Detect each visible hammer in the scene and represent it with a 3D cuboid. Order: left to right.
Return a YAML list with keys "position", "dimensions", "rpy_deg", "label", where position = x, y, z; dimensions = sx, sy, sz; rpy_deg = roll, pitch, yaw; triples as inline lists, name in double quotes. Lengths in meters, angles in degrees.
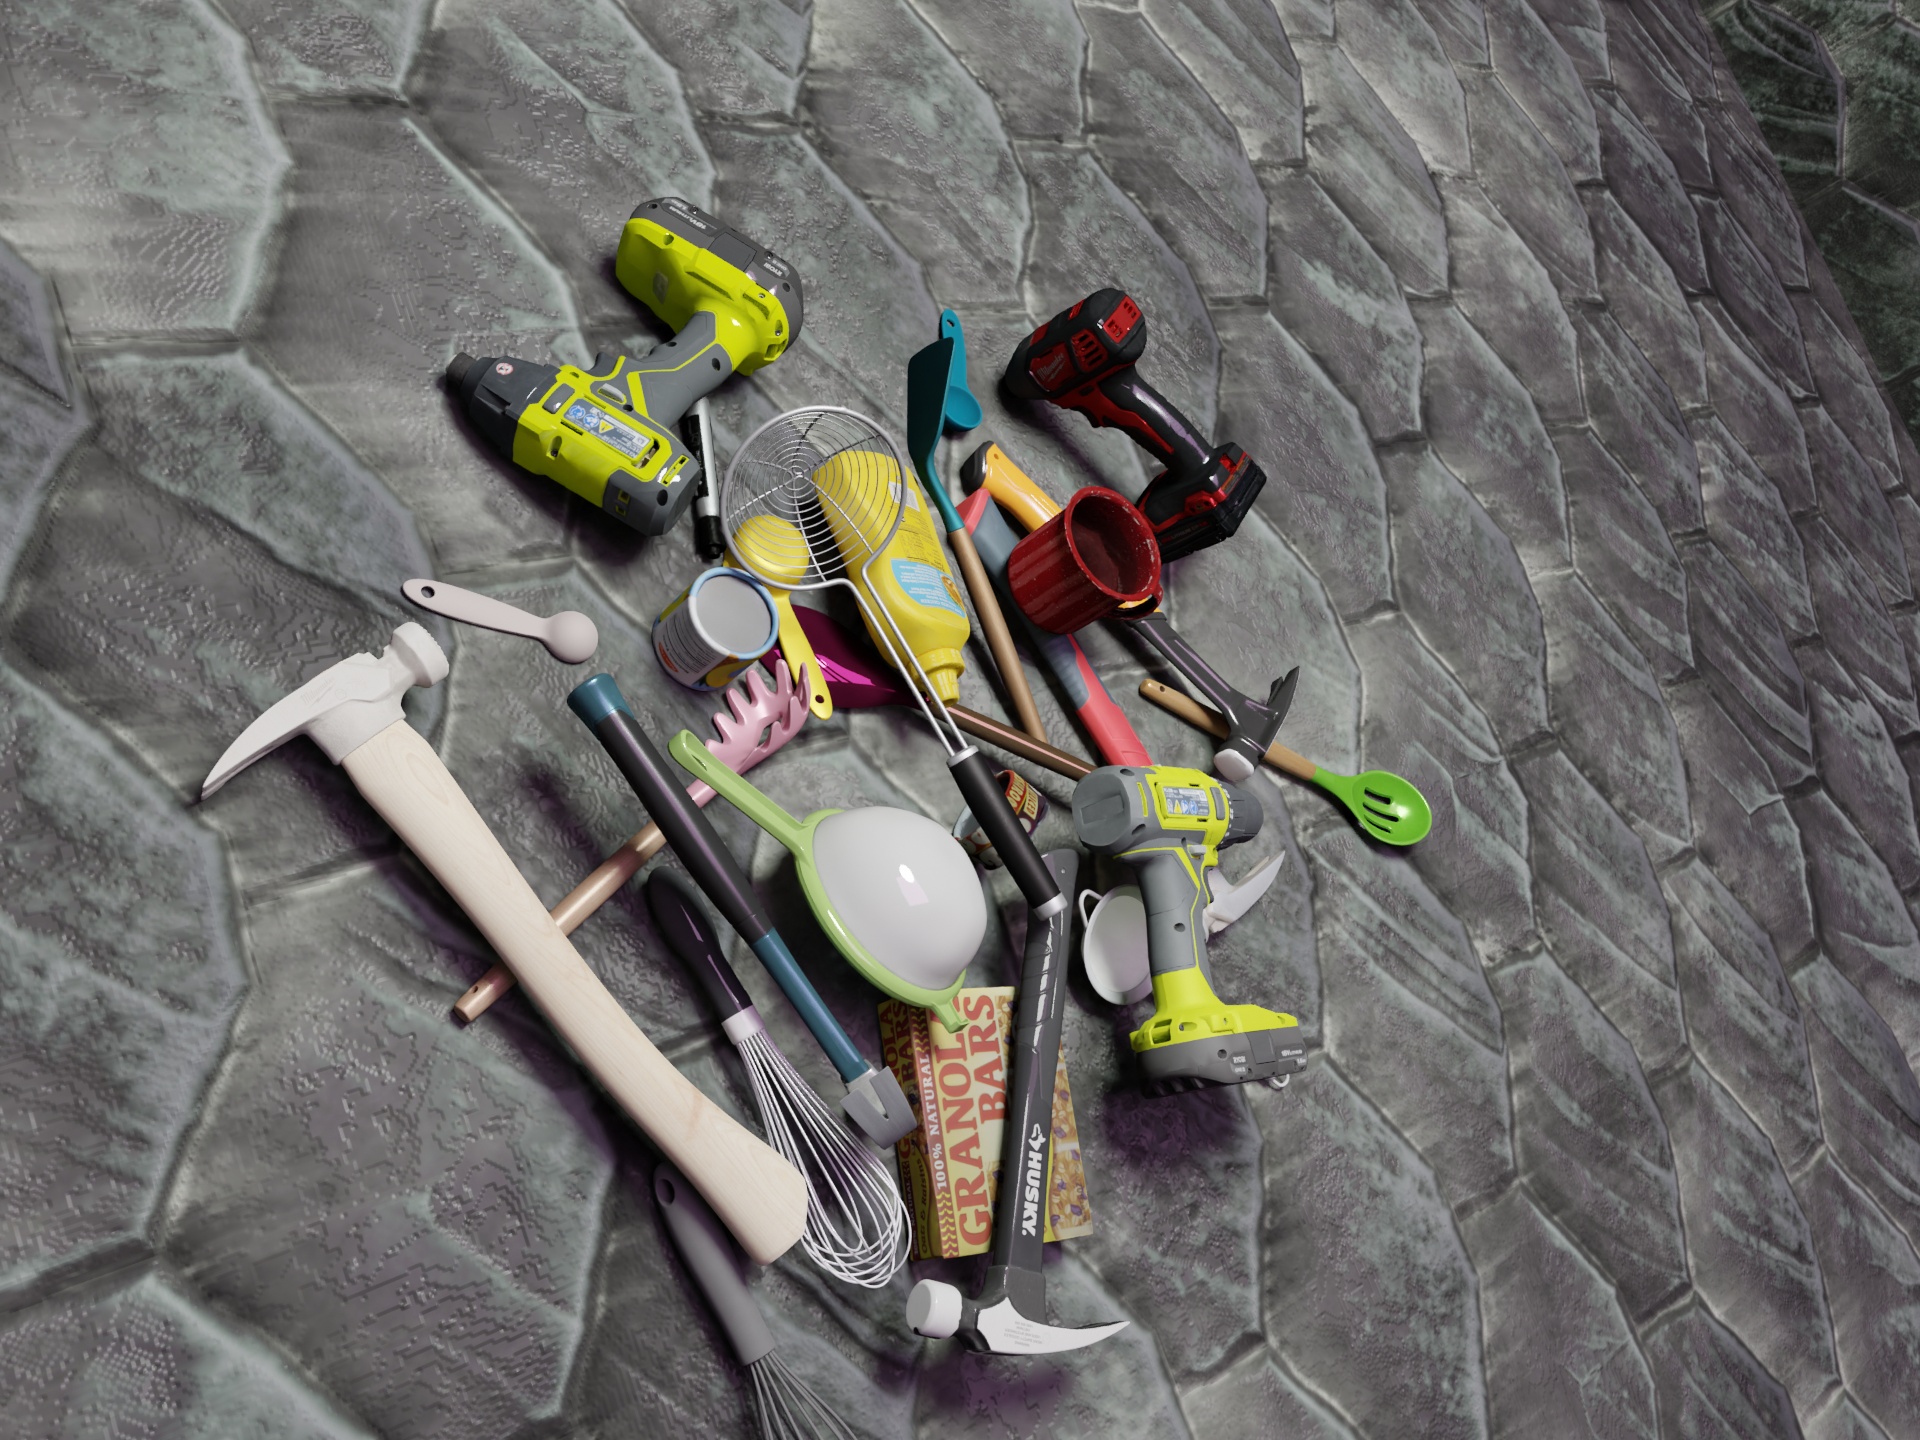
- position: [-0.235, 0.144, 0.885]
  dimensions: [0.146, 0.038, 0.410]
  rpy_deg: [-40, 94, -29]
  label: "hammer"
- position: [-0.126, 0.115, 0.938]
  dimensions: [0.033, 0.128, 0.331]
  rpy_deg: [-35, 97, -10]
  label: "hammer"
- position: [0.052, 0.237, 1.033]
  dimensions: [0.146, 0.035, 0.335]
  rpy_deg: [24, 57, -27]
  label: "hammer"
- position: [0.116, -0.014, 1.243]
  dimensions: [0.143, 0.038, 0.386]
  rpy_deg: [-32, 91, -42]
  label: "hammer"
- position: [0.136, -0.103, 1.284]
  dimensions: [0.336, 0.034, 0.127]
  rpy_deg: [43, 50, -8]
  label: "hammer"

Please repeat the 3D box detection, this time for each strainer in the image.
- position: [-0.067, 0.072, 0.993]
  dimensions: [0.256, 0.069, 0.152]
  rpy_deg: [41, 23, -26]
  label: "strainer"
- position: [0.161, 0.203, 1.180]
  dimensions: [0.258, 0.050, 0.087]
  rpy_deg: [41, 64, -22]
  label: "strainer"

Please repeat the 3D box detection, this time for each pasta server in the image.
- position: [-0.194, 0.067, 0.977]
  dimensions: [0.316, 0.060, 0.040]
  rpy_deg: [-46, 130, -37]
  label: "pasta server"

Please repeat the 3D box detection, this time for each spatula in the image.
- position: [0.016, -0.121, 1.180]
  dimensions: [0.044, 0.082, 0.317]
  rpy_deg: [-25, 100, -24]
  label: "spatula"

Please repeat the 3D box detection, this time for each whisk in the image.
- position: [-0.114, 0.358, 0.902]
  dimensions: [0.055, 0.055, 0.239]
  rpy_deg: [-23, 82, -41]
  label: "whisk"
- position: [-0.115, 0.212, 0.963]
  dimensions: [0.070, 0.070, 0.285]
  rpy_deg: [-24, 81, -41]
  label: "whisk"

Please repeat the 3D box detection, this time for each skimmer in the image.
- position: [-0.028, -0.030, 1.026]
  dimensions: [0.127, 0.090, 0.363]
  rpy_deg: [-30, 89, -7]
  label: "skimmer"

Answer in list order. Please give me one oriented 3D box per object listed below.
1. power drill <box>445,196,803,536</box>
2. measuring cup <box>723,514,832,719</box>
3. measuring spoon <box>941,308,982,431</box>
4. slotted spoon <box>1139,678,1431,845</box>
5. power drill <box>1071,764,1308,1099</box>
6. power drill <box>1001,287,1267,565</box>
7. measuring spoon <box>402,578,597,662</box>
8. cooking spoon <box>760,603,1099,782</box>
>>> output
- position: [-0.218, -0.244, 1.064]
  dimensions: [0.171, 0.080, 0.223]
  rpy_deg: [31, 56, -2]
  label: "power drill"
- position: [-0.114, -0.073, 1.087]
  dimensions: [0.062, 0.029, 0.157]
  rpy_deg: [-9, 65, -34]
  label: "measuring cup"
- position: [-0.008, -0.282, 1.288]
  dimensions: [0.042, 0.021, 0.129]
  rpy_deg: [16, 52, -30]
  label: "measuring spoon"
- position: [0.278, 0.032, 1.351]
  dimensions: [0.313, 0.031, 0.070]
  rpy_deg: [25, 57, -24]
  label: "slotted spoon"
- position: [0.173, 0.144, 1.134]
  dimensions: [0.190, 0.080, 0.229]
  rpy_deg: [7, 67, -48]
  label: "power drill"
- position: [0.134, -0.237, 1.296]
  dimensions: [0.219, 0.143, 0.079]
  rpy_deg: [48, 54, -18]
  label: "power drill"
- position: [-0.281, -0.067, 0.983]
  dimensions: [0.124, 0.018, 0.034]
  rpy_deg: [17, 61, -29]
  label: "measuring spoon"
- position: [-0.002, -0.004, 1.141]
  dimensions: [0.318, 0.017, 0.069]
  rpy_deg: [24, 57, -17]
  label: "cooking spoon"
